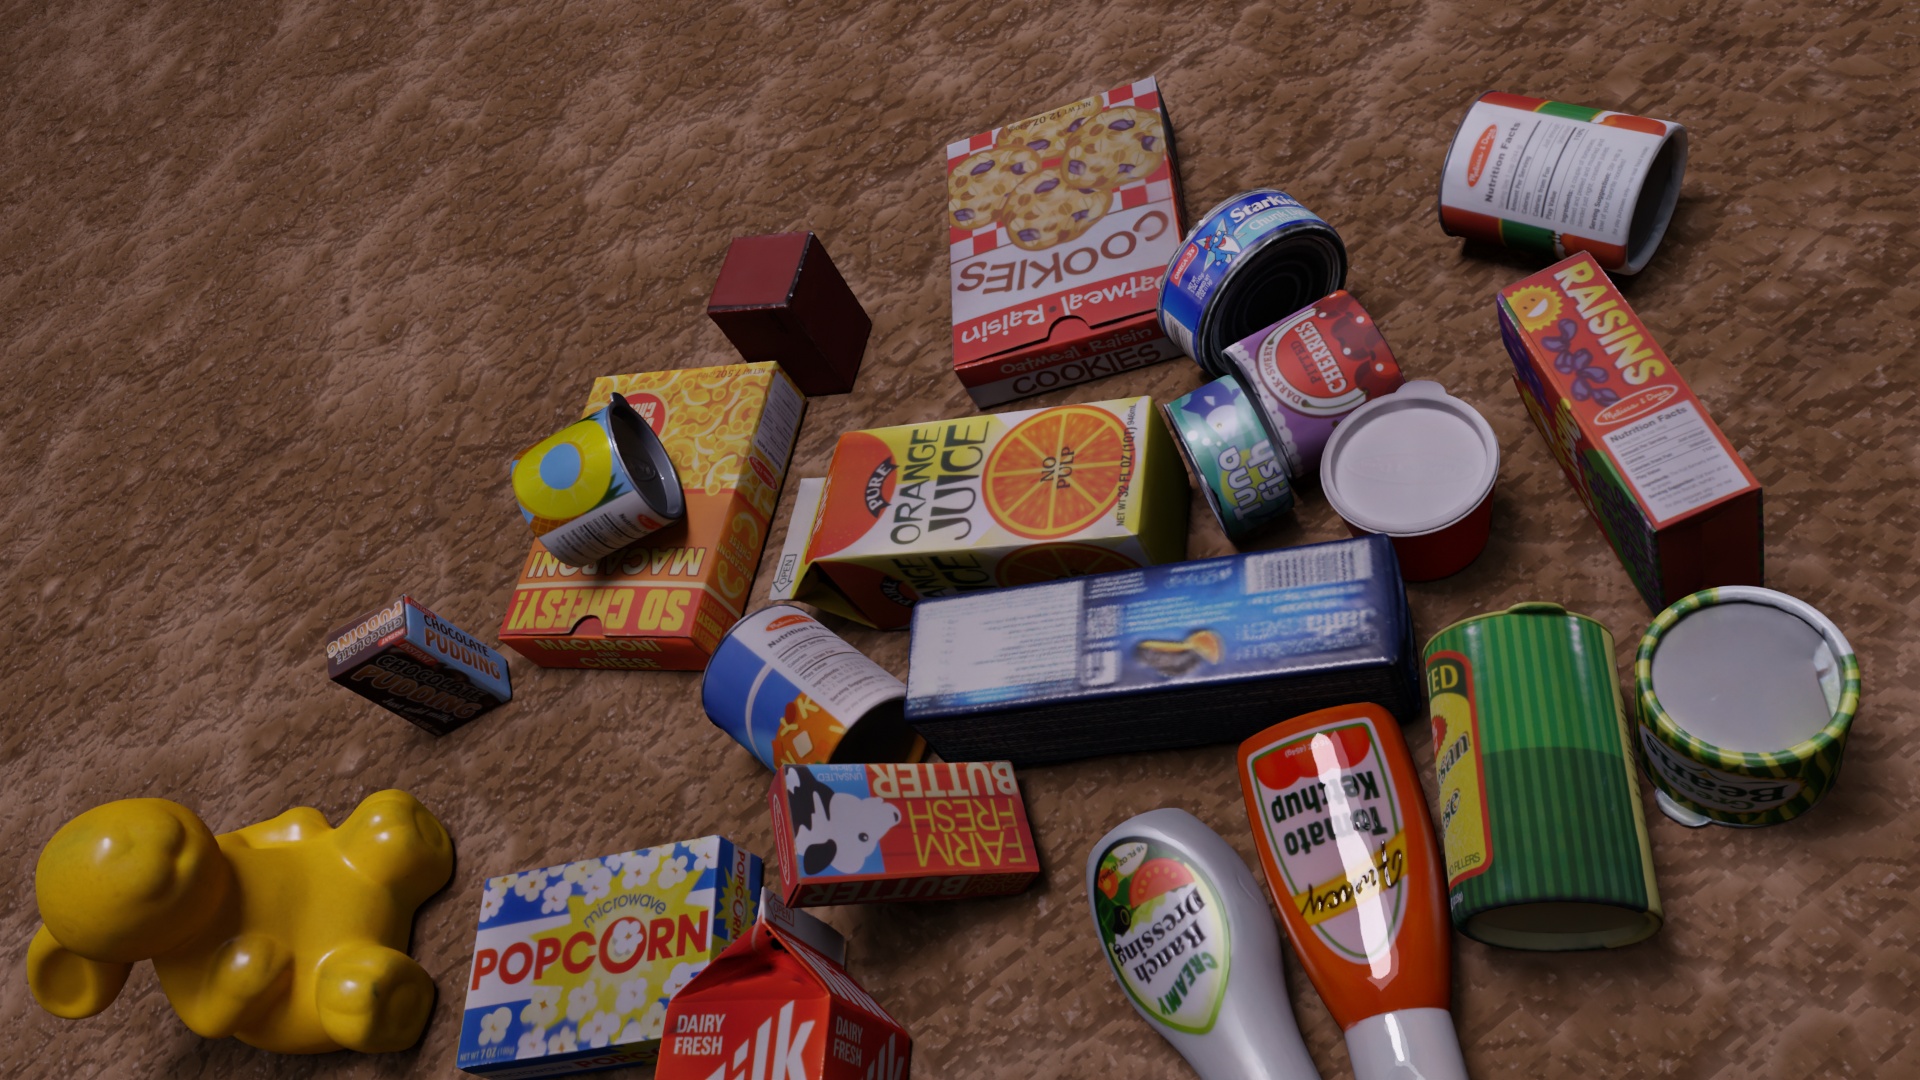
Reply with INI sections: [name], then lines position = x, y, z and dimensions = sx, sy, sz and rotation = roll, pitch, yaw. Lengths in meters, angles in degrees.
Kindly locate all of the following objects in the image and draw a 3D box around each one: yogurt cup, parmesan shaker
[yogurt cup]
position = 0.186, -0.019, 0.568
dimensions = 0.072, 0.053, 0.073
rotation = -12, 55, 18
[parmesan shaker]
position = 0.200, 0.083, 0.483
dimensions = 0.071, 0.071, 0.103
rotation = -8, 56, 21

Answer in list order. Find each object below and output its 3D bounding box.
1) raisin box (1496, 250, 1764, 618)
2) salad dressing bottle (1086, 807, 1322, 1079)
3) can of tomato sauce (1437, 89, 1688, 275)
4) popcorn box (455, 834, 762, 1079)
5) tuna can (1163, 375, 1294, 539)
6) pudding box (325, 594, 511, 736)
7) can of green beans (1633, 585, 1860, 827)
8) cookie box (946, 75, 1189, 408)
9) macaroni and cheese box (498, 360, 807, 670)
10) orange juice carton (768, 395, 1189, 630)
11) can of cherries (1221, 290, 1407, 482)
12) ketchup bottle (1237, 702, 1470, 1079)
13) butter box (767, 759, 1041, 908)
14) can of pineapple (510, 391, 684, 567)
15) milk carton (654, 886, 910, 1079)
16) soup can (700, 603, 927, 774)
[raisin box]
position = 0.252, -0.037, 0.528
dimensions = 0.040, 0.086, 0.124
rotation = -26, 52, 15
[salad dressing bottle]
position = 0.095, 0.168, 0.494
dimensions = 0.064, 0.044, 0.148
rotation = -45, 50, 22
[can of tomato sauce]
position = 0.267, -0.158, 0.615
dimensions = 0.083, 0.071, 0.071
rotation = 25, 73, 35
[popcorn box]
position = -0.153, 0.184, 0.608
dimensions = 0.126, 0.038, 0.085
rotation = -14, 54, 17
[tuna can]
position = 0.117, -0.036, 0.603
dimensions = 0.033, 0.071, 0.071
rotation = -26, 52, 8
[pudding box]
position = -0.278, 0.065, 0.717
dimensions = 0.049, 0.083, 0.030
rotation = -28, 54, 7
[can of green beans]
position = 0.267, 0.057, 0.477
dimensions = 0.071, 0.057, 0.071
rotation = -12, 55, 19
[cookie box]
position = 0.056, -0.158, 0.730
dimensions = 0.123, 0.040, 0.168
rotation = -13, 55, 17
[macaroni and cheese box]
position = -0.163, -0.015, 0.741
dimensions = 0.123, 0.040, 0.167
rotation = -2, 59, 25
[orange juice carton]
position = 0.002, -0.008, 0.637
dimensions = 0.192, 0.072, 0.072
rotation = -5, 58, 24
[can of cherries]
position = 0.155, -0.068, 0.604
dimensions = 0.058, 0.071, 0.072
rotation = -27, 52, 7
[ketchup bottle]
position = 0.145, 0.135, 0.494
dimensions = 0.064, 0.043, 0.149
rotation = -22, 53, 19
[butter box]
position = -0.022, 0.117, 0.560
dimensions = 0.104, 0.024, 0.053
rotation = 3, 48, -22
[can of pineapple]
position = -0.180, -0.029, 0.688
dimensions = 0.058, 0.070, 0.071
rotation = -26, 52, 9
[milk carton]
position = -0.069, 0.232, 0.515
dimensions = 0.073, 0.072, 0.191
rotation = -9, 56, 21
[soup can]
position = -0.065, 0.078, 0.620
dimensions = 0.084, 0.071, 0.071
rotation = 31, 76, 36
